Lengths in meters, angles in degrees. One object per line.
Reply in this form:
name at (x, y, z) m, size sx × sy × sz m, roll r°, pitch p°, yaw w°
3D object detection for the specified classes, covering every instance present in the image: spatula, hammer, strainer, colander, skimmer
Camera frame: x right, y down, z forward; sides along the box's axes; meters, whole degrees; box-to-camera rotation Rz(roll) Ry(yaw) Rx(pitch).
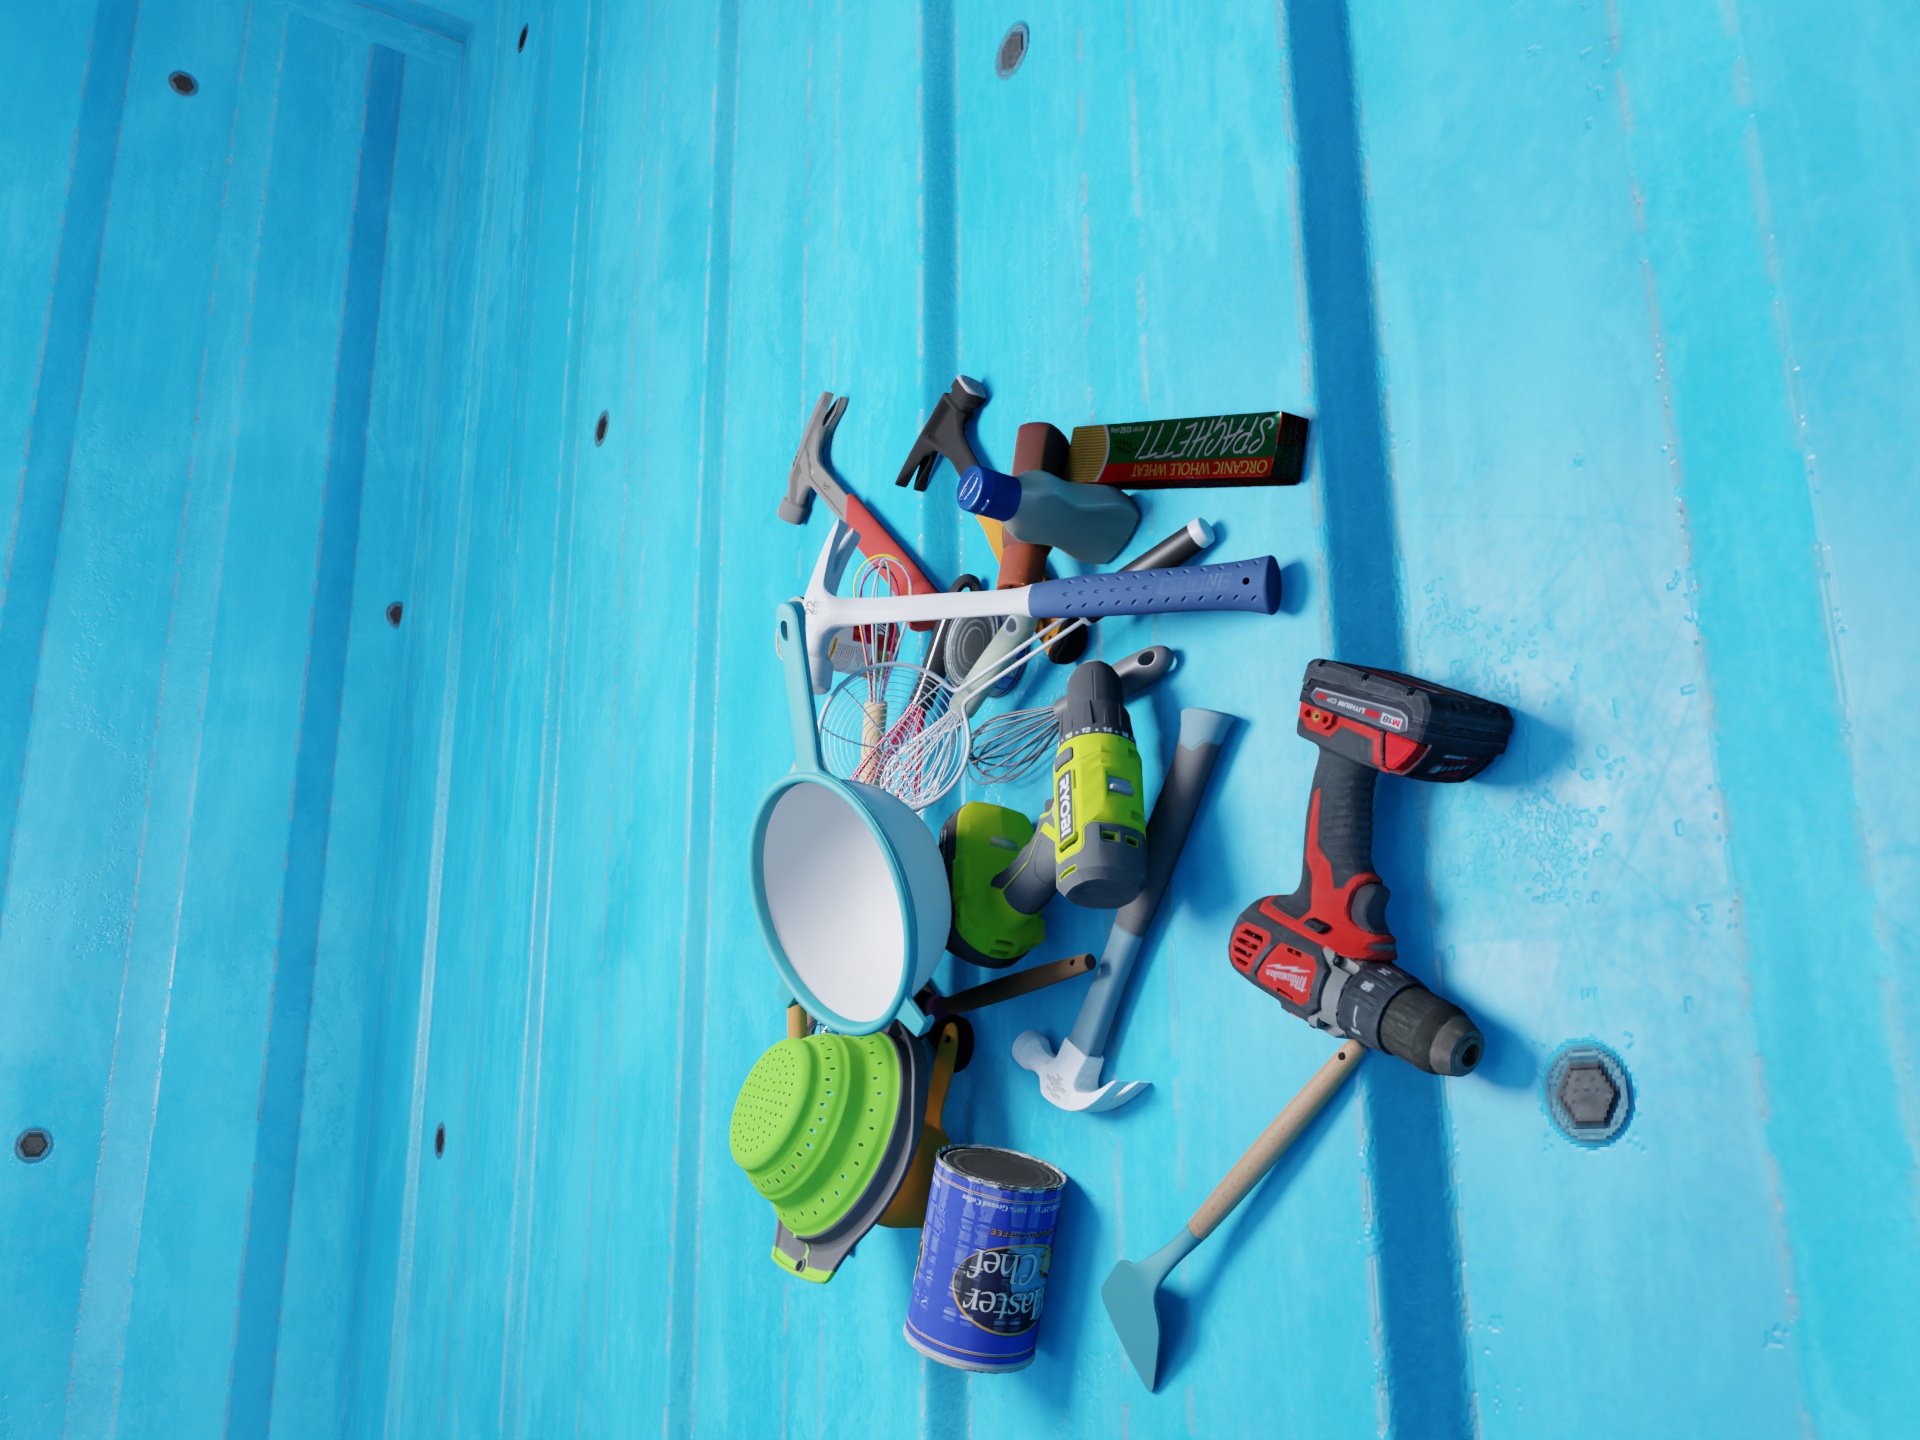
spatula at (-0.137, 0.334, 1.438) m, size 0.081 × 0.041 × 0.322 m, roll 21°, pitch 116°, yaw 54°
hammer at (0.031, -0.165, 1.410) m, size 0.127 × 0.034 × 0.337 m, roll -56°, pitch 41°, yaw 30°
strainer at (-0.082, 0.072, 1.251) m, size 0.211 × 0.095 × 0.340 m, roll -2°, pitch 98°, yaw 50°
hammer at (-0.094, 0.195, 1.499) m, size 0.409 × 0.036 × 0.149 m, roll 45°, pitch 119°, yaw 51°
hammer at (0.046, -0.097, 1.221) m, size 0.405 × 0.035 × 0.144 m, roll -1°, pitch 73°, yaw 31°
spatula at (0.007, 0.230, 1.299) m, size 0.316 × 0.018 × 0.060 m, roll -29°, pitch 47°, yaw 49°
spatula at (0.181, 0.326, 1.074) m, size 0.317 × 0.044 × 0.082 m, roll -57°, pitch 40°, yaw 23°
colander at (-0.095, 0.254, 1.326) m, size 0.204 × 0.094 × 0.397 m, roll -10°, pitch 54°, yaw 58°
skimmer at (0.040, -0.049, 1.253) m, size 0.363 × 0.090 × 0.127 m, roll -34°, pitch 85°, yaw 29°
hammer at (-0.093, -0.200, 1.601) m, size 0.359 × 0.036 × 0.149 m, roll 51°, pitch 123°, yaw 49°
hammer at (0.130, 0.142, 1.185) m, size 0.128 × 0.033 × 0.331 m, roll 37°, pitch 112°, yaw 54°

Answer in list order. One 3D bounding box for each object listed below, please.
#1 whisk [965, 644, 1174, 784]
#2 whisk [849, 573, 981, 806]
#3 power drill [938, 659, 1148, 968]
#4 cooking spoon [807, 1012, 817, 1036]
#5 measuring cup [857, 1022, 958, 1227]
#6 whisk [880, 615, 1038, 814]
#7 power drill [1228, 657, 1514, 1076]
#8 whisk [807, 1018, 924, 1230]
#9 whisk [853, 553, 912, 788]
whisk at (0.084, -0.005, 1.282) m, size 0.239 × 0.055 × 0.055 m, roll -31°, pitch 57°, yaw 43°
whisk at (-0.045, 0.003, 1.459) m, size 0.073 × 0.073 × 0.296 m, roll 36°, pitch 106°, yaw 53°
power drill at (0.065, 0.078, 1.225) m, size 0.228 × 0.080 × 0.191 m, roll -46°, pitch 36°, yaw 50°
cooking spoon at (-0.157, 0.327, 1.543) m, size 0.069 × 0.017 × 0.318 m, roll 47°, pitch 128°, yaw 50°
measuring cup at (-0.041, 0.334, 1.314) m, size 0.095 × 0.052 × 0.173 m, roll 14°, pitch 90°, yaw 43°
whisk at (-0.002, -0.004, 1.364) m, size 0.246 × 0.059 × 0.058 m, roll -54°, pitch 51°, yaw 32°
power drill at (0.261, 0.090, 0.971) m, size 0.188 × 0.080 × 0.226 m, roll 27°, pitch 107°, yaw 55°
whisk at (-0.066, 0.356, 1.400) m, size 0.285 × 0.070 × 0.070 m, roll 52°, pitch 124°, yaw 43°
whisk at (-0.081, -0.039, 1.495) m, size 0.051 × 0.047 × 0.245 m, roll 36°, pitch 126°, yaw 53°
